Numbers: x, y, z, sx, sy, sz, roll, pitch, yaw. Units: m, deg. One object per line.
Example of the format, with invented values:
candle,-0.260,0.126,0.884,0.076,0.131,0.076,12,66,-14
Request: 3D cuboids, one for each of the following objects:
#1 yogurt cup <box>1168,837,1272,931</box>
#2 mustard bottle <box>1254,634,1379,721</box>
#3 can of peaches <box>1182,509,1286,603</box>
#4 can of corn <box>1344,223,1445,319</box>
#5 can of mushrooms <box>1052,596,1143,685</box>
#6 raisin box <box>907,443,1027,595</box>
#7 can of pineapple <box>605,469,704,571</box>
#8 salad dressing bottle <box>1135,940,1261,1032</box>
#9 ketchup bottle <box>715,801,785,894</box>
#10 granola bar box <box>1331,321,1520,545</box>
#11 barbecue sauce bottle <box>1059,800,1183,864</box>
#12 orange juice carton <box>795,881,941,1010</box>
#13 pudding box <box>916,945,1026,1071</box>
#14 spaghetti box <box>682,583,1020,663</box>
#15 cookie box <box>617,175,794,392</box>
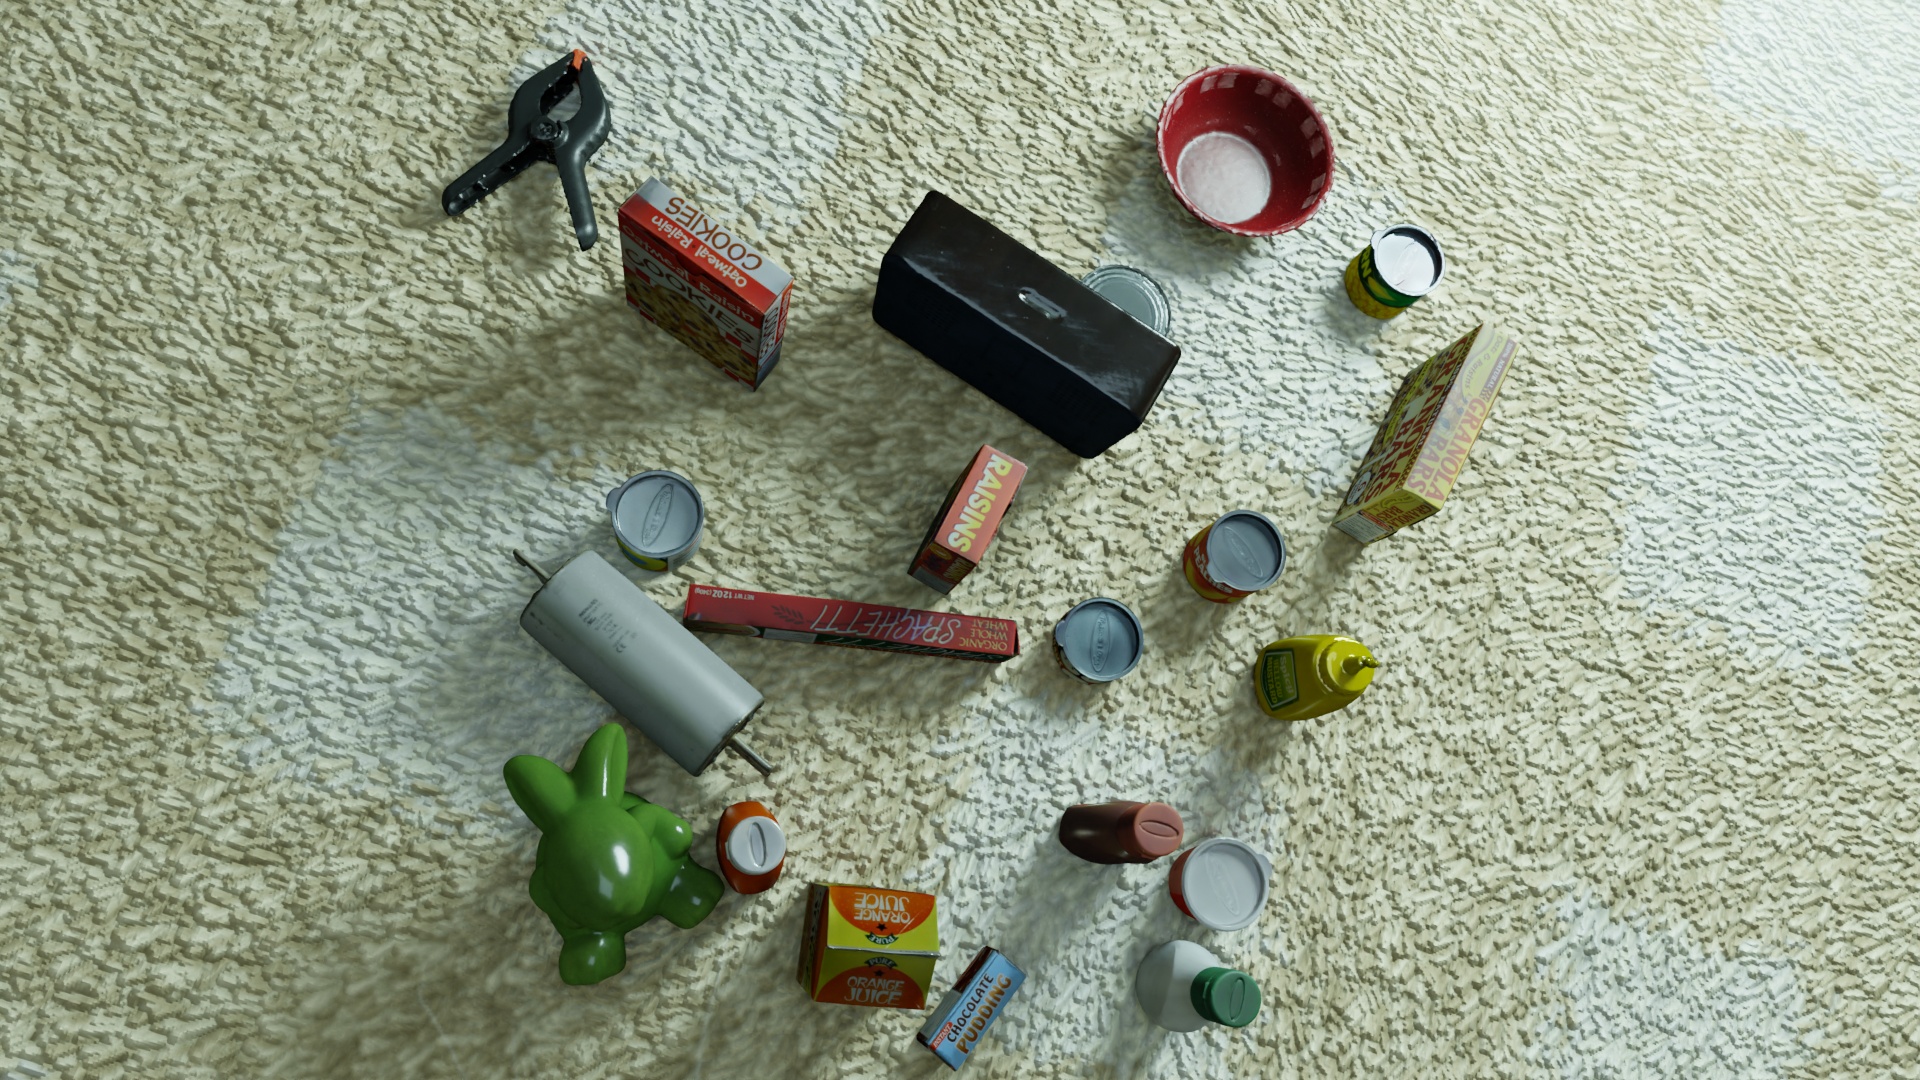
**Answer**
yogurt cup,0.192,0.259,1.050,0.072,0.053,0.072,3,76,-11
mustard bottle,0.272,0.099,1.049,0.049,0.160,0.065,-2,78,-12
can of peaches,0.216,0.015,1.112,0.071,0.058,0.071,3,76,-11
can of corn,0.373,-0.234,1.203,0.071,0.058,0.071,3,76,-11
can of mushrooms,0.105,0.079,1.087,0.071,0.033,0.071,3,76,-11
raisin box,0.004,-0.013,1.042,0.040,0.123,0.086,29,73,-3
can of pineapple,-0.226,-0.015,1.031,0.071,0.057,0.071,3,76,-11
salad dressing bottle,0.167,0.318,0.982,0.044,0.147,0.064,18,74,-7
ketchup bottle,-0.143,0.209,0.946,0.043,0.148,0.065,-8,79,-13
granola bar box,0.378,-0.084,1.134,0.039,0.124,0.166,32,73,-3
barbecue sauce bottle,0.119,0.210,0.998,0.065,0.148,0.044,16,75,-7
orange juice carton,-0.063,0.268,0.925,0.072,0.192,0.073,8,76,-9
pudding box,0.007,0.334,0.997,0.030,0.049,0.084,40,73,0
spaghetti box,-0.081,0.064,1.045,0.250,0.050,0.029,7,76,-10
cookie box,-0.189,-0.183,1.022,0.123,0.167,0.040,35,73,-2
